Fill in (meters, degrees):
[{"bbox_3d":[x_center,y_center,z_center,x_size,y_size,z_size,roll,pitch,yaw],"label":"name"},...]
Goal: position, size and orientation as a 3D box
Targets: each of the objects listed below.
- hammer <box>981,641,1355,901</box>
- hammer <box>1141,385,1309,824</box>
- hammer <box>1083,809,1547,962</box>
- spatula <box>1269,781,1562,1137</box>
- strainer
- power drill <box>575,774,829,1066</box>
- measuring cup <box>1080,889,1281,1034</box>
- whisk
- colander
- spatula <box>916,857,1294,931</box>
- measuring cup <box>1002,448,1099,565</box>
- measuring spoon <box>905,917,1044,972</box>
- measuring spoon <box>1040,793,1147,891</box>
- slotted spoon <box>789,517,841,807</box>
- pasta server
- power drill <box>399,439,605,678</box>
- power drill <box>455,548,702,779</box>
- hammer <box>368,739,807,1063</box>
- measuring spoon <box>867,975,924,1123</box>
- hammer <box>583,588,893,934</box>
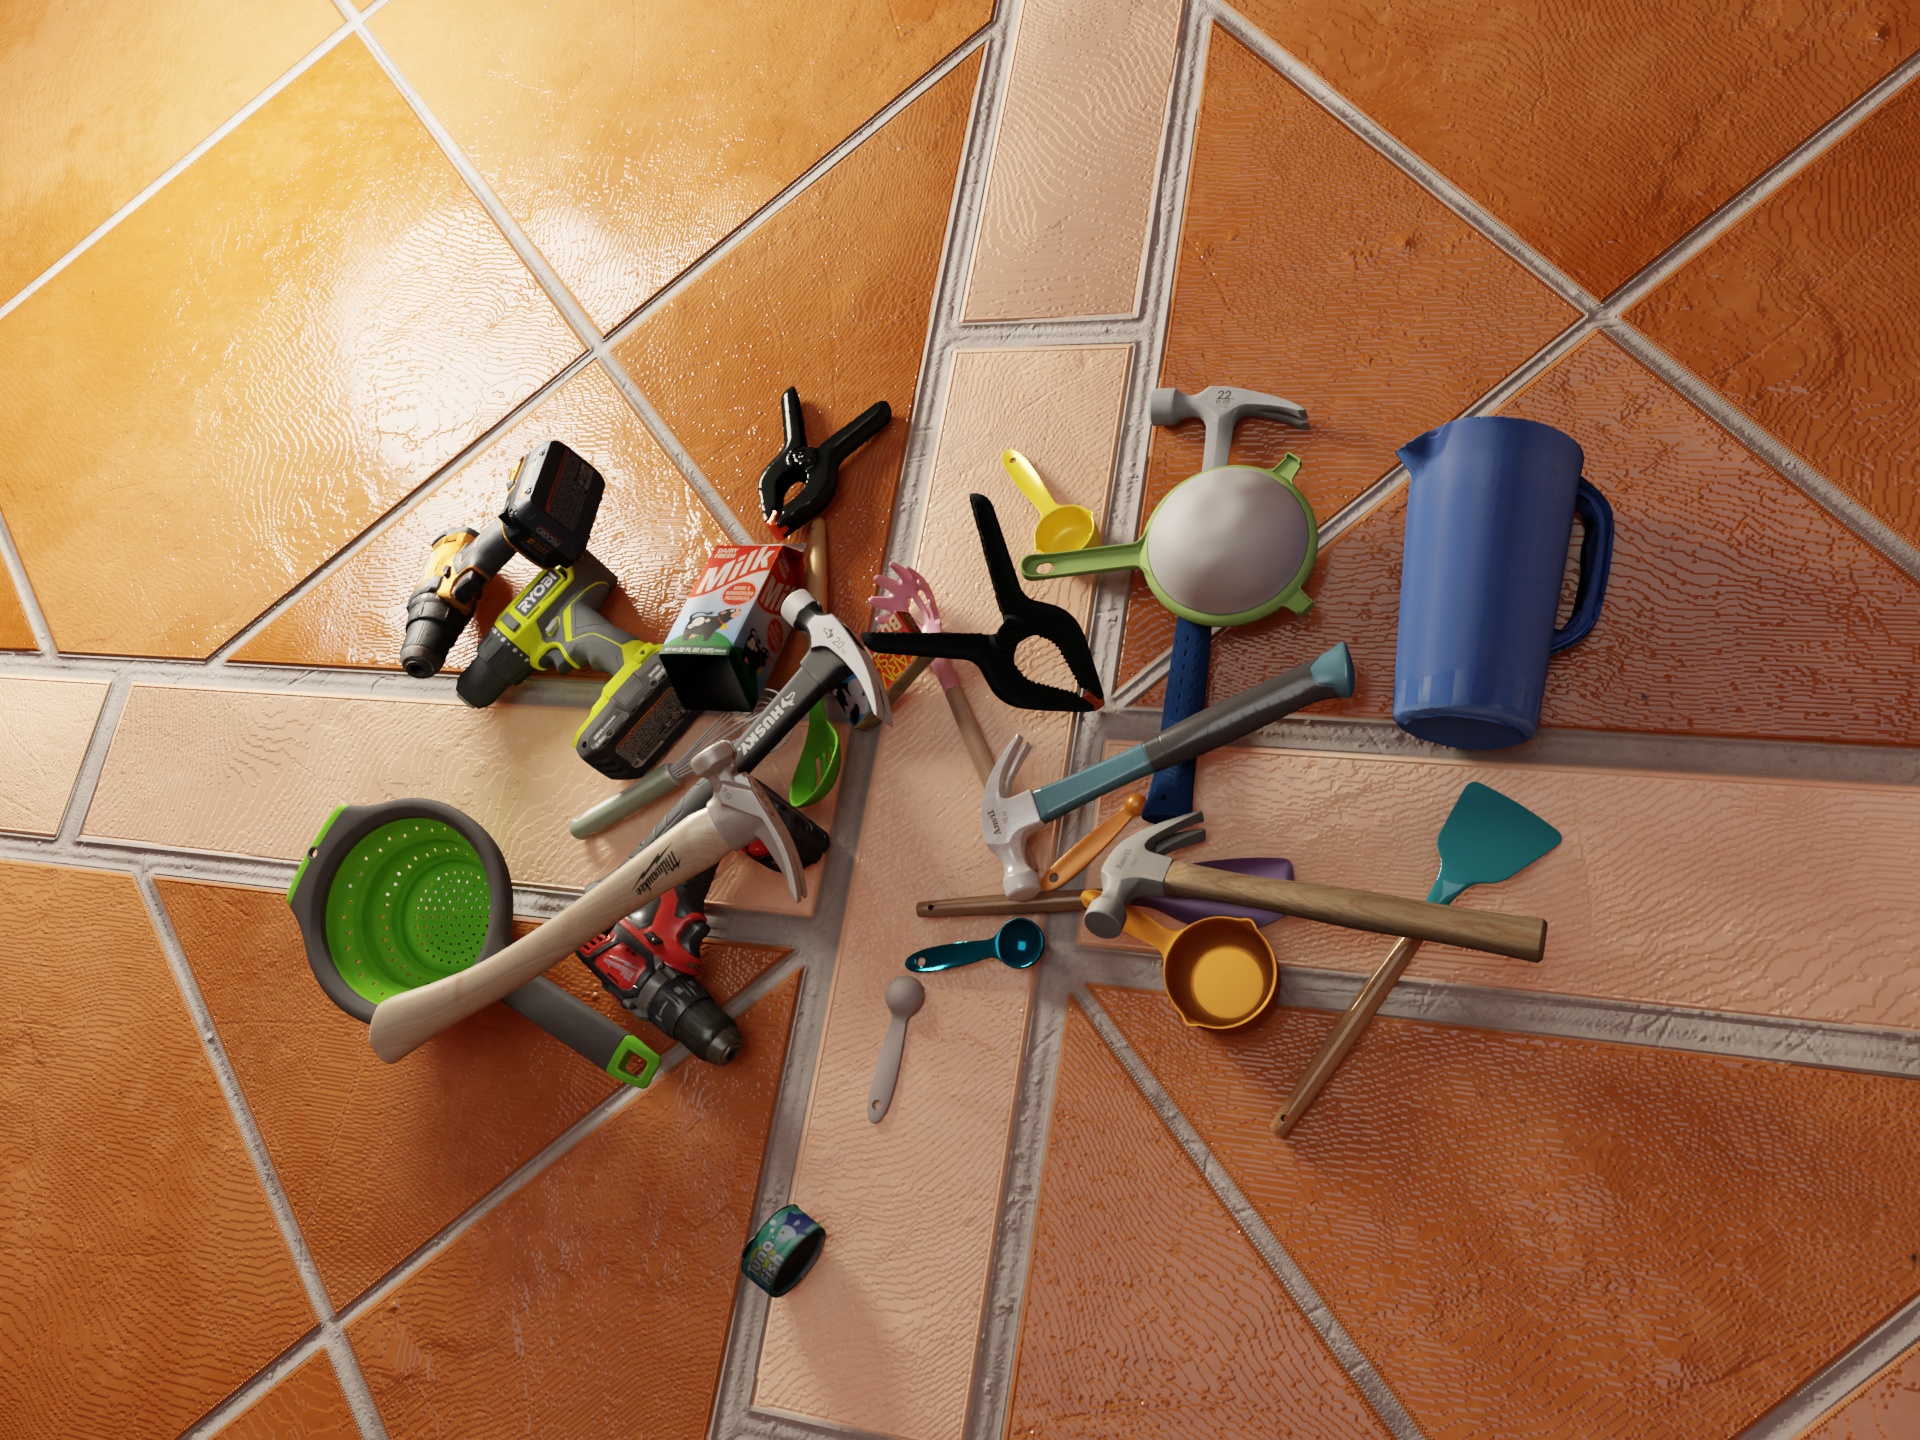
[{"bbox_3d":[0.166,0.025,1.290,0.331,0.033,0.128,-26,63,14],"label":"hammer"},{"bbox_3d":[0.209,-0.107,1.366,0.144,0.035,0.406,3,71,20],"label":"hammer"},{"bbox_3d":[0.269,0.136,1.204,0.331,0.031,0.130,8,40,23],"label":"hammer"},{"bbox_3d":[0.335,0.188,1.215,0.082,0.044,0.317,35,89,27],"label":"spatula"},{"bbox_3d":[0.168,-0.153,1.339,0.256,0.069,0.152,-6,68,16],"label":"strainer"},{"bbox_3d":[-0.213,0.169,1.383,0.188,0.080,0.227,35,86,27],"label":"power drill"},{"bbox_3d":[0.172,0.183,1.257,0.174,0.052,0.095,28,81,28],"label":"measuring cup"},{"bbox_3d":[-0.258,0.045,1.464,0.246,0.058,0.059,-30,92,11],"label":"whisk"},{"bbox_3d":[-0.416,0.214,1.428,0.397,0.094,0.204,28,88,17],"label":"colander"},{"bbox_3d":[0.115,0.149,1.307,0.316,0.018,0.060,-5,73,16],"label":"spatula"},{"bbox_3d":[0.078,-0.196,1.458,0.062,0.029,0.157,-33,51,4],"label":"measuring cup"},{"bbox_3d":[0.014,0.194,1.330,0.128,0.021,0.042,-14,69,24],"label":"measuring spoon"},{"bbox_3d":[0.110,0.102,1.331,0.117,0.011,0.021,-42,62,0],"label":"measuring spoon"},{"bbox_3d":[-0.130,-0.058,1.450,0.070,0.031,0.314,-35,47,41],"label":"slotted spoon"},{"bbox_3d":[-0.002,-0.004,1.398,0.060,0.040,0.316,-39,61,30],"label":"pasta server"},{"bbox_3d":[-0.453,-0.149,1.531,0.226,0.084,0.186,-30,37,29],"label":"power drill"},{"bbox_3d":[-0.366,-0.046,1.519,0.229,0.080,0.190,38,84,30],"label":"power drill"},{"bbox_3d":[-0.323,0.183,1.333,0.410,0.038,0.146,-32,87,11],"label":"hammer"},{"bbox_3d":[-0.059,0.272,1.319,0.034,0.018,0.124,7,73,21],"label":"measuring spoon"},{"bbox_3d":[-0.199,0.054,1.353,0.335,0.035,0.146,-47,63,3],"label":"hammer"}]
